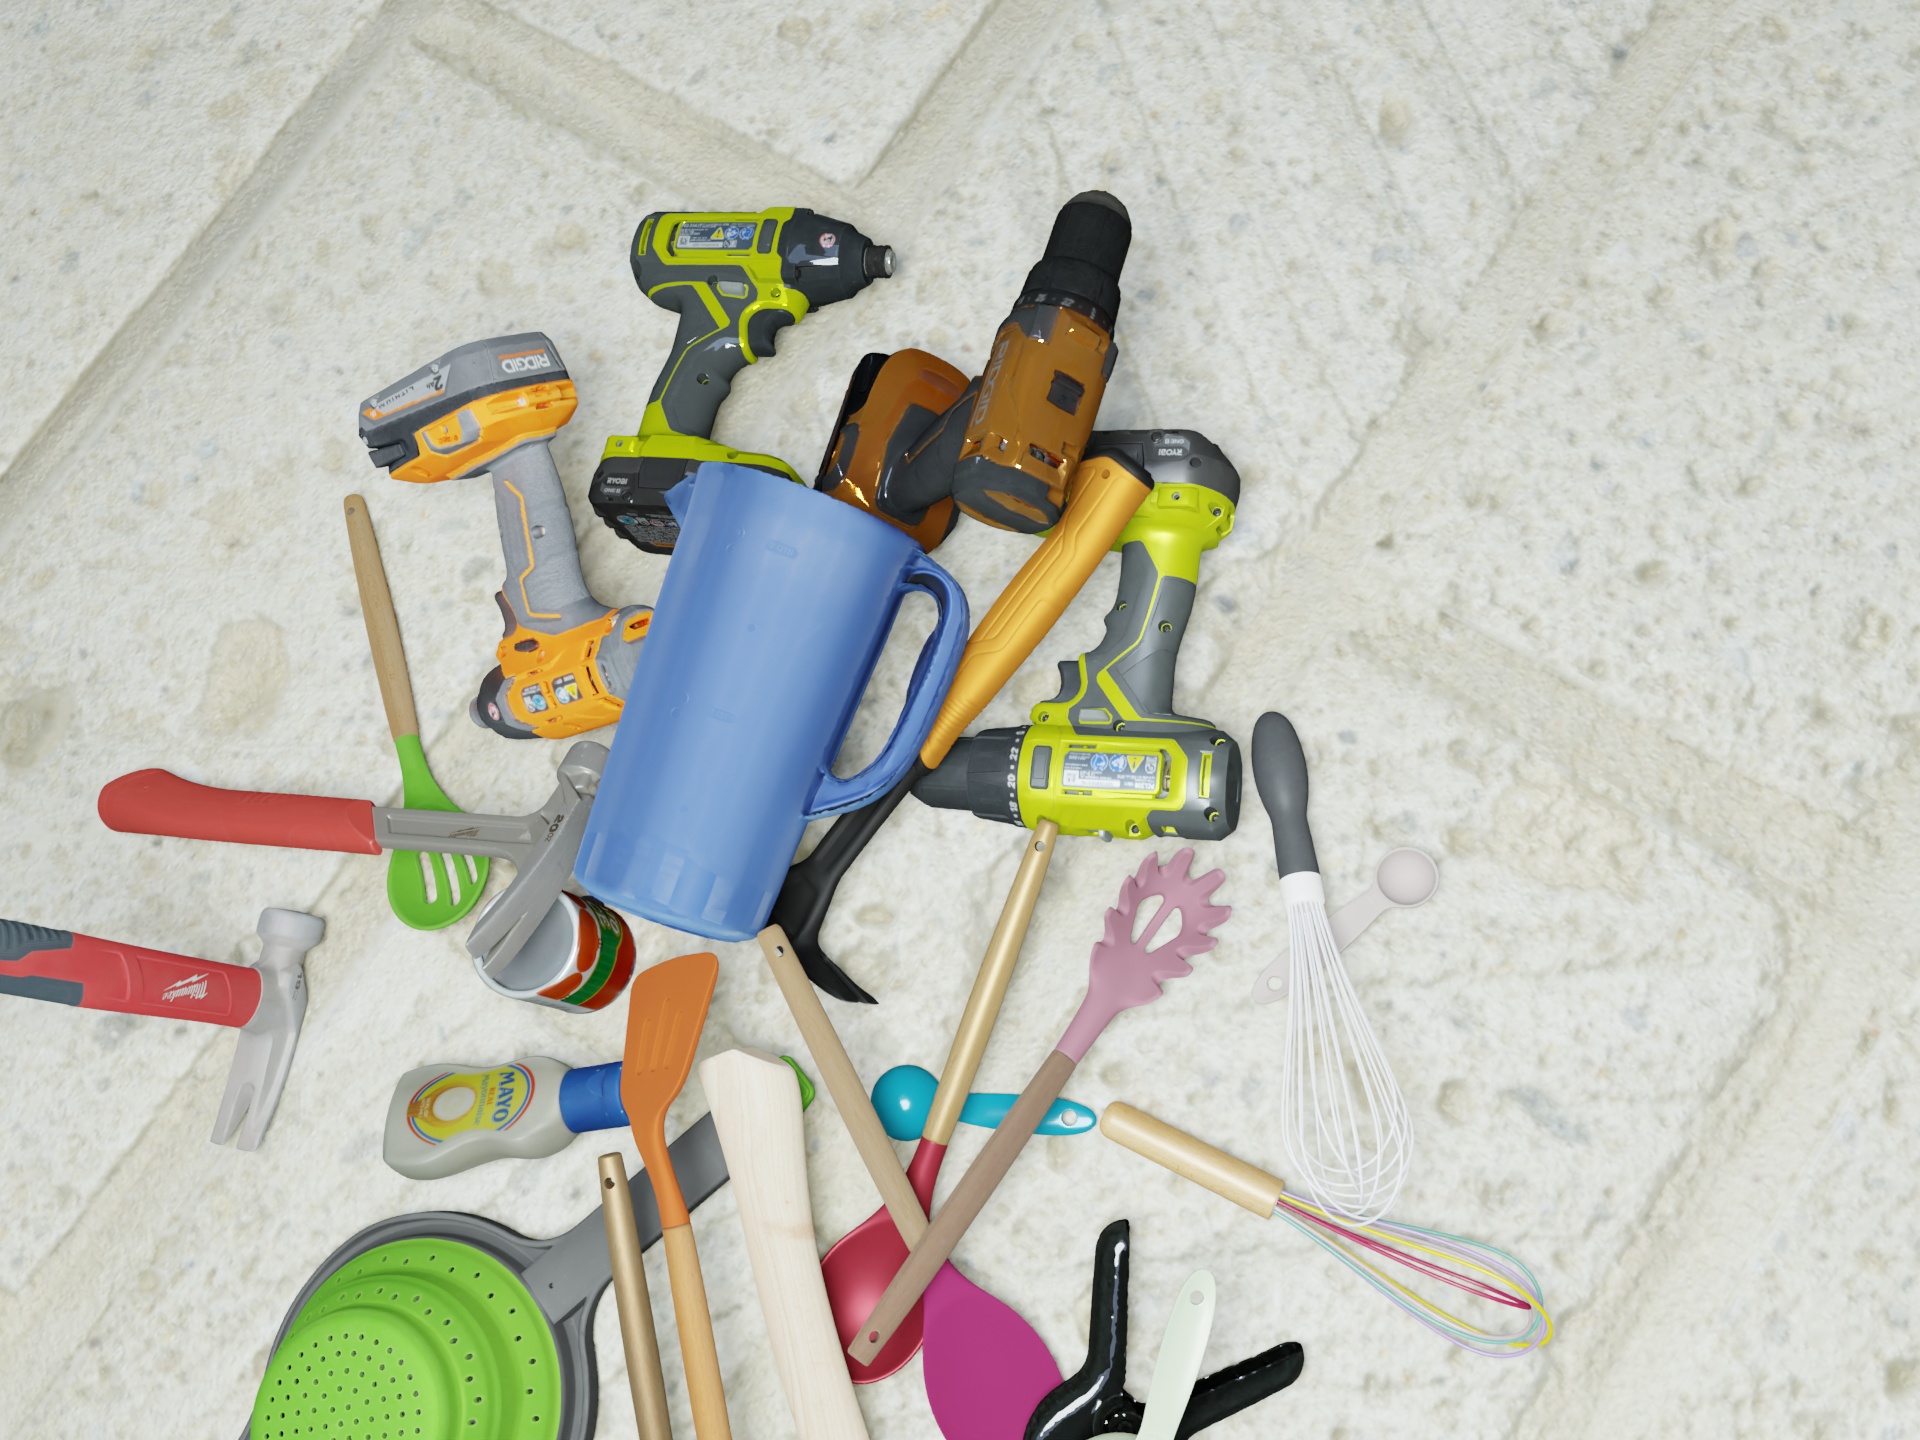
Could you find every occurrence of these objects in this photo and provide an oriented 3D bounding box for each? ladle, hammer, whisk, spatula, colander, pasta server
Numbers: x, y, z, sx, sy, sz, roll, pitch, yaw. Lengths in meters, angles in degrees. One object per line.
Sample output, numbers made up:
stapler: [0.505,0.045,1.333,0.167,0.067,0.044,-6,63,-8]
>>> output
ladle: [-0.157,0.384,0.813,0.078,0.062,0.320,-11,85,4]
hammer: [-0.072,0.374,0.817,0.146,0.038,0.411,-21,76,10]
whisk: [0.186,0.122,0.845,0.070,0.070,0.285,-9,61,8]
spatula: [-0.135,0.285,0.827,0.081,0.041,0.323,-22,76,42]
whisk: [0.186,0.256,0.824,0.245,0.047,0.051,23,74,19]
hammer: [-0.379,0.068,0.939,0.359,0.036,0.149,2,46,24]
hammer: [-0.001,-0.003,0.878,0.127,0.034,0.337,43,102,33]
colander: [-0.246,0.319,0.859,0.397,0.094,0.205,-41,71,-2]
hammer: [-0.451,0.139,0.795,0.038,0.386,0.143,7,76,12]
pasta server: [0.041,0.199,0.839,0.060,0.040,0.316,36,70,5]
ladle: [-0.006,0.202,0.861,0.069,0.031,0.315,20,87,8]

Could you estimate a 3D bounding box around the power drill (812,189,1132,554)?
power drill: [0.009,-0.185,0.891,0.084,0.226,0.185,23,77,-25]

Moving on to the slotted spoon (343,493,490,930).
slotted spoon: [-0.355,-0.011,1.011,0.070,0.031,0.314,-22,70,5]

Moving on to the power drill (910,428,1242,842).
power drill: [0.069,-0.045,0.913,0.190,0.080,0.229,2,77,20]

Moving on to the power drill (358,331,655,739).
power drill: [-0.268,-0.097,0.946,0.164,0.084,0.226,-16,99,35]

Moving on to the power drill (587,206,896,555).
power drill: [-0.138,-0.219,1.002,0.171,0.080,0.223,5,73,16]

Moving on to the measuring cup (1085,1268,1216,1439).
measuring cup: [0.091,0.344,0.776,0.083,0.038,0.167,18,88,-3]

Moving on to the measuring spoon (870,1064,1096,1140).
measuring spoon: [0.010,0.214,0.878,0.128,0.021,0.042,2,75,13]

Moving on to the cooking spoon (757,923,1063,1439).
cooking spoon: [-0.031,0.252,0.835,0.069,0.017,0.319,-26,89,-11]

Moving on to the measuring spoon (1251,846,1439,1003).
measuring spoon: [0.211,0.116,0.876,0.124,0.018,0.034,-40,60,5]
